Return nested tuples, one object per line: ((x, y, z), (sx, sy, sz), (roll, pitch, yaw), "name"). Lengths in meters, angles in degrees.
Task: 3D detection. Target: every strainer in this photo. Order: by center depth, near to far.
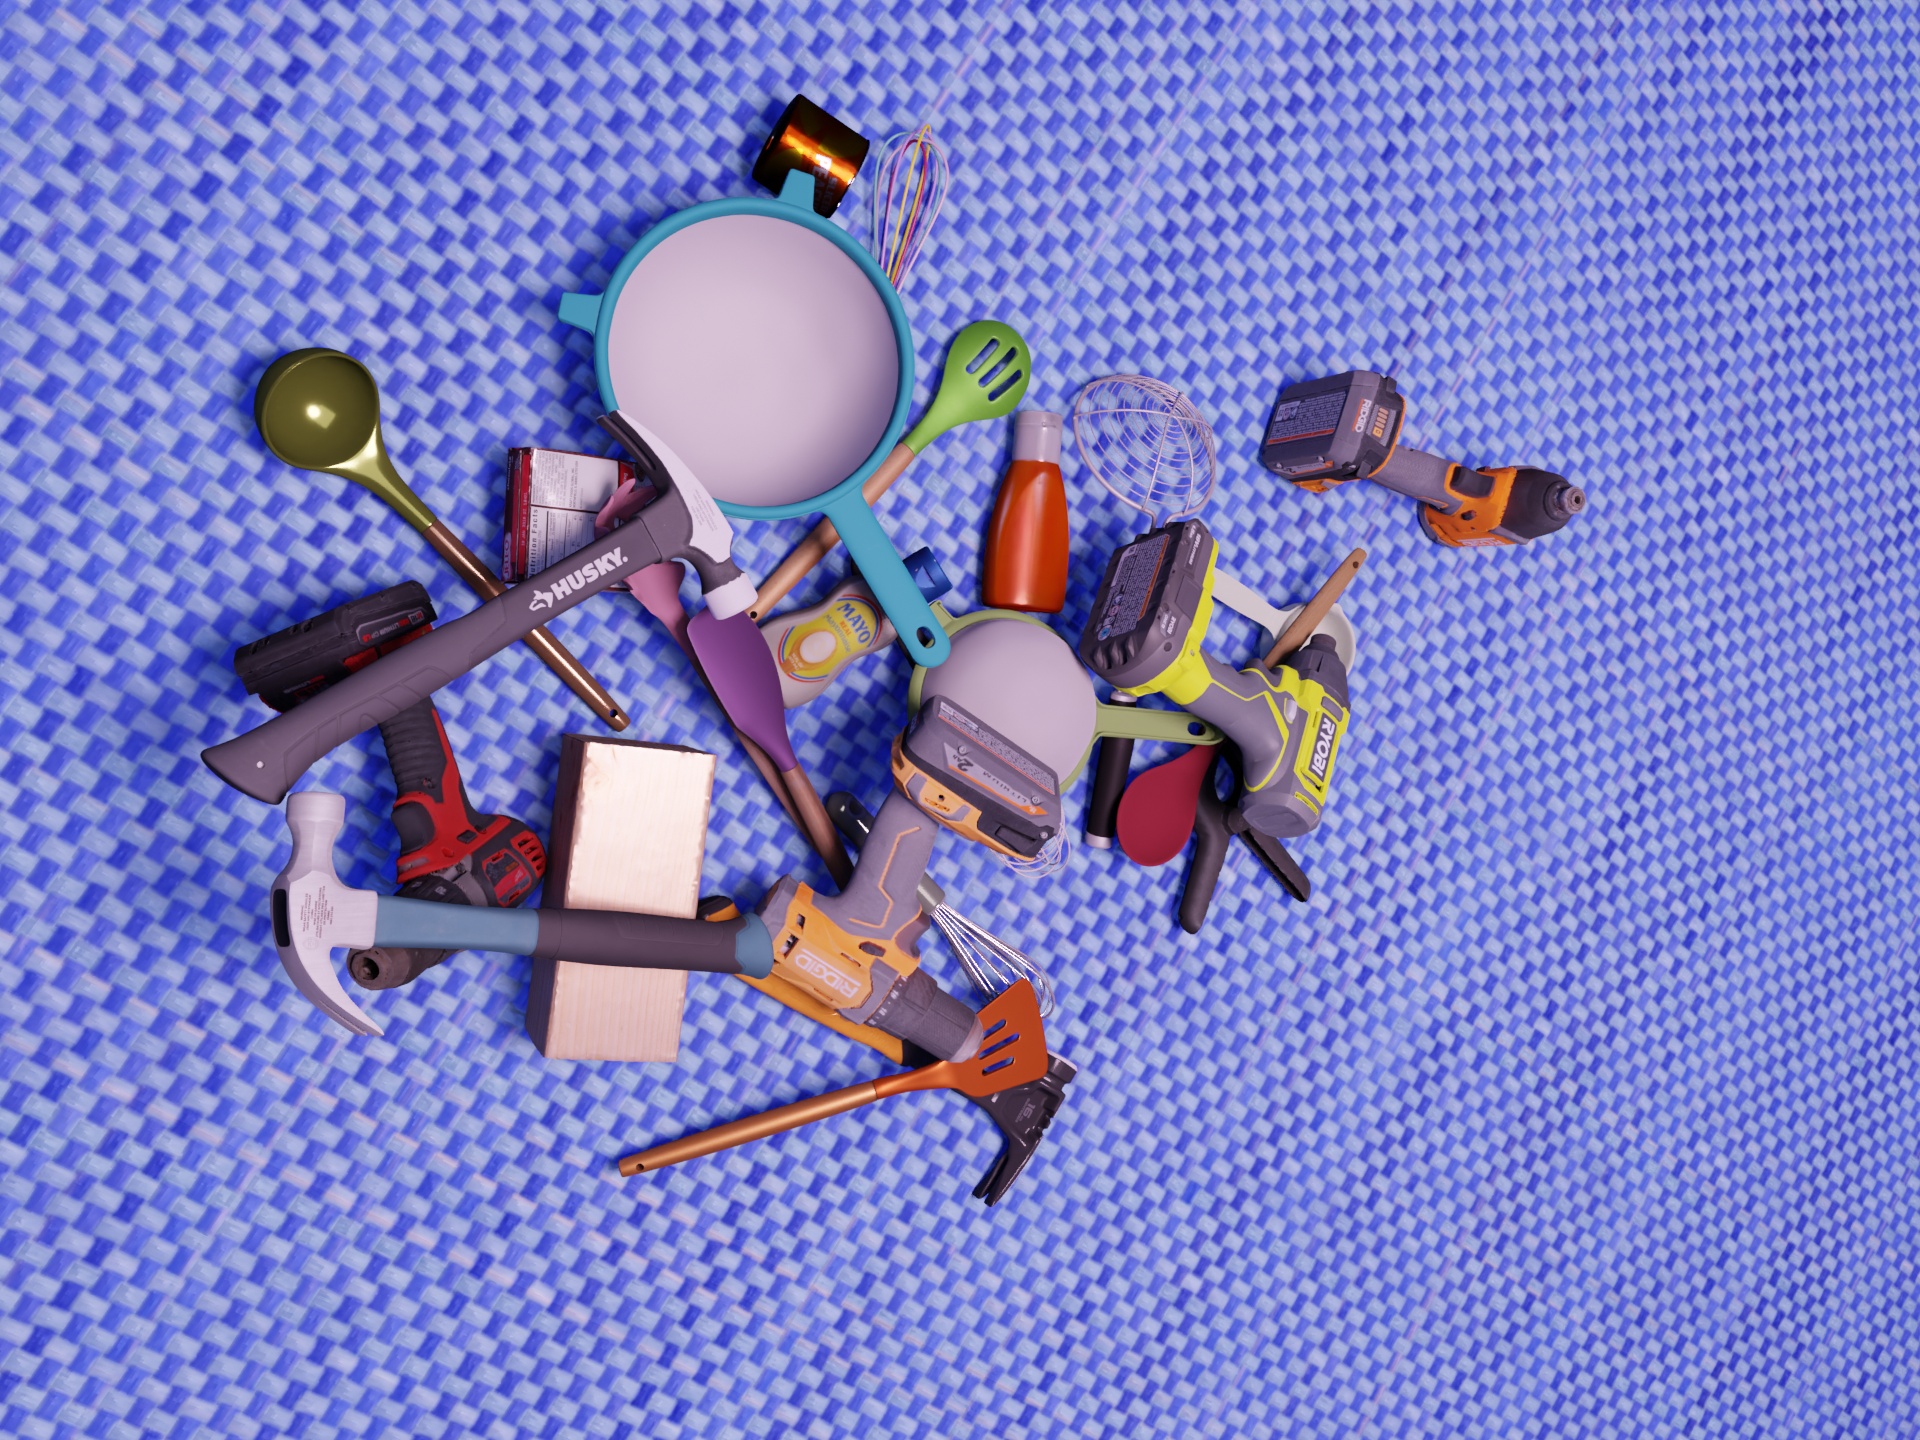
((-0.111, -0.183, 1.089), (0.211, 0.095, 0.340), (-33, 100, -13), "strainer")
((0.091, -0.006, 1.155), (0.256, 0.069, 0.151), (5, 80, -20), "strainer")

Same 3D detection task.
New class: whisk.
((-0.055, -0.309, 1.143), (0.051, 0.047, 0.245), (14, 92, -25), "whisk")
((-0.001, -0.004, 1.181), (0.070, 0.070, 0.284), (-35, 101, -17), "whisk")
((-0.016, 0.143, 1.194), (0.246, 0.059, 0.058), (48, 39, -15), "whisk")

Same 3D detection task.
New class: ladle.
((-0.325, -0.107, 1.036), (0.078, 0.062, 0.320), (-46, 112, -14), "ladle")
((0.225, -0.016, 1.257), (0.069, 0.031, 0.315), (42, 81, -19), "ladle")

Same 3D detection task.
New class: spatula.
((-0.110, 0.051, 1.124), (0.060, 0.018, 0.315), (-49, 126, -40), "spatula")
((-0.087, 0.271, 1.148), (0.322, 0.041, 0.081), (-15, 103, -10), "spatula")

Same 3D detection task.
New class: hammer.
((-0.281, -0.057, 0.931), (0.335, 0.035, 0.146), (-36, 108, -29), "hammer")
((-0.246, 0.126, 0.953), (0.330, 0.033, 0.128), (13, 74, -45), "hammer")
((-0.069, 0.235, 1.181), (0.336, 0.034, 0.127), (35, 79, -21), "hammer")

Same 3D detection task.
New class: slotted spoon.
((-0.054, -0.178, 1.162), (0.314, 0.031, 0.070), (-47, 112, -12), "slotted spoon")

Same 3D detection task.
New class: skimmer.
((0.124, -0.085, 1.243), (0.127, 0.090, 0.363), (3, 103, -28), "skimmer")

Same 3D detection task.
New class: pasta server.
((-0.161, -0.025, 1.091), (0.060, 0.040, 0.316), (-53, 126, -37), "pasta server")

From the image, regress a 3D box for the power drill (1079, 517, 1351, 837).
((0.201, -0.040, 1.176), (0.223, 0.080, 0.171), (38, 57, -27), "power drill")

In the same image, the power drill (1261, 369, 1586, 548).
((0.375, -0.201, 1.270), (0.226, 0.164, 0.084), (19, 87, -21), "power drill")

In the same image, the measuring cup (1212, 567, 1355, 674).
((0.245, -0.082, 1.292), (0.167, 0.038, 0.083), (31, 84, -17), "measuring cup")

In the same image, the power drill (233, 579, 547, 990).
((-0.349, 0.043, 0.972), (0.080, 0.188, 0.226), (-19, 102, 15), "power drill")

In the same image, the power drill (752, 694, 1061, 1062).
((-0.019, 0.119, 1.091), (0.185, 0.084, 0.226), (35, 106, -9), "power drill")
